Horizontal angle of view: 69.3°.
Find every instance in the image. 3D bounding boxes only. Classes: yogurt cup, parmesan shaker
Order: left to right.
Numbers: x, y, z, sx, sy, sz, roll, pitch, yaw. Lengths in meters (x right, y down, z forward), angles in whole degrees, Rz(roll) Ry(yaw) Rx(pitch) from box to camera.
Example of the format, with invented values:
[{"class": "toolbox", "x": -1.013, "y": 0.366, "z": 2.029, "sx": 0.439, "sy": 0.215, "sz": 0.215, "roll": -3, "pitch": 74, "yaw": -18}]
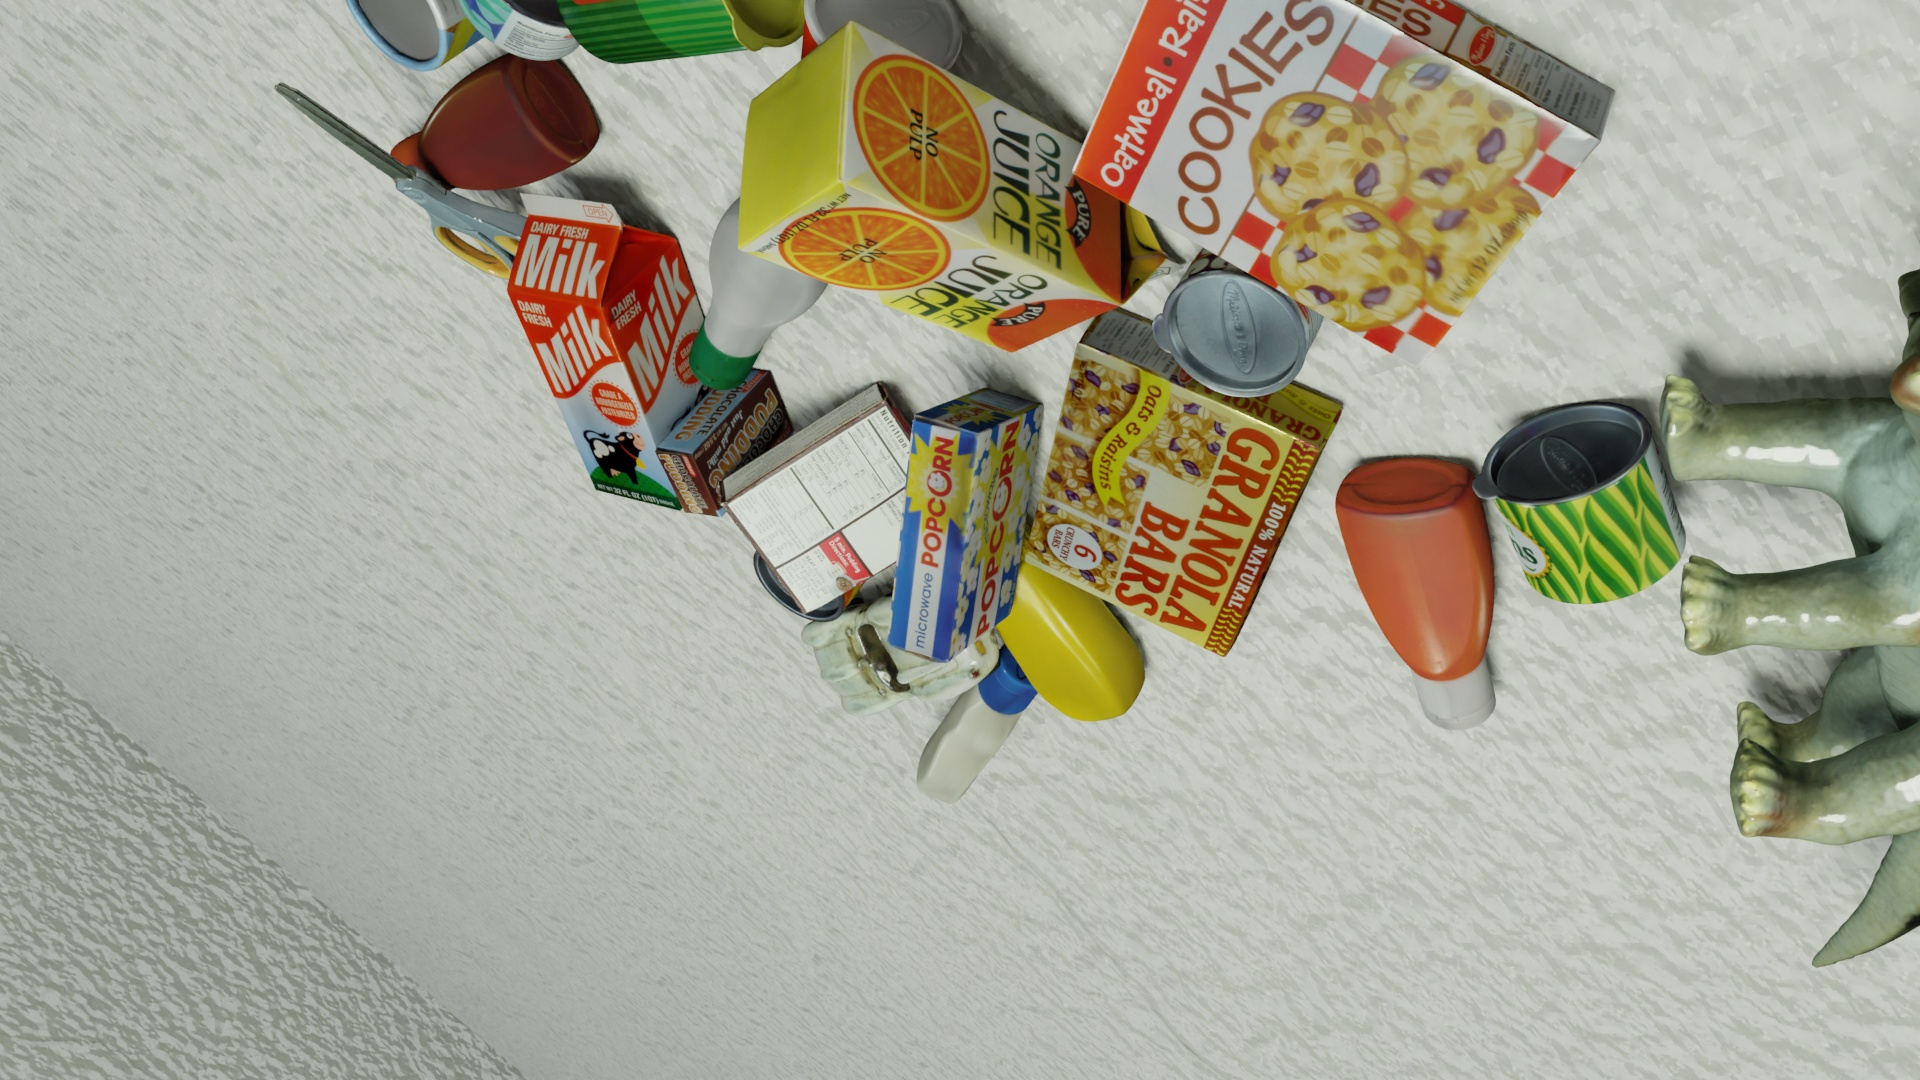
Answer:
[{"class": "parmesan shaker", "x": -0.123, "y": -0.246, "z": 0.614, "sx": 0.103, "sy": 0.072, "sz": 0.071, "roll": 7, "pitch": 135, "yaw": 34}, {"class": "yogurt cup", "x": -0.039, "y": -0.209, "z": 0.602, "sx": 0.072, "sy": 0.073, "sz": 0.053, "roll": 36, "pitch": 151, "yaw": -1}]

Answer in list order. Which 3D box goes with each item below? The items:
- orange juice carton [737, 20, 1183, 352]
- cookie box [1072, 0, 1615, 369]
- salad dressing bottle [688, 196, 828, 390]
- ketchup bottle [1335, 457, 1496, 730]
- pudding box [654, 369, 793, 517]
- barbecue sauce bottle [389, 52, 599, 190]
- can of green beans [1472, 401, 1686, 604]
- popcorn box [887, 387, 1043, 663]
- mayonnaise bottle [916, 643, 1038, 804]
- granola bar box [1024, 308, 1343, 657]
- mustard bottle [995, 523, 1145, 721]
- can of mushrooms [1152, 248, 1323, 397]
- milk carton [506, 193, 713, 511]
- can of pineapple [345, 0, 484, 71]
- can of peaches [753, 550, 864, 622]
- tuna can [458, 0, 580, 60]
[{"class": "orange juice carton", "x": 0.006, "y": -0.137, "z": 0.596, "sx": 0.193, "sy": 0.073, "sz": 0.071, "roll": 15, "pitch": 158, "yaw": -38}, {"class": "cookie box", "x": 0.140, "y": -0.158, "z": 0.540, "sx": 0.167, "sy": 0.040, "sz": 0.122, "roll": 31, "pitch": 142, "yaw": 4}, {"class": "salad dressing bottle", "x": -0.113, "y": -0.134, "z": 0.755, "sx": 0.064, "sy": 0.044, "sz": 0.147, "roll": 38, "pitch": 144, "yaw": -5}, {"class": "ketchup bottle", "x": 0.228, "y": 0.030, "z": 0.672, "sx": 0.064, "sy": 0.044, "sz": 0.148, "roll": 2, "pitch": 132, "yaw": 37}, {"class": "pudding box", "x": -0.138, "y": -0.058, "z": 0.820, "sx": 0.030, "sy": 0.084, "sz": 0.049, "roll": 10, "pitch": 136, "yaw": 29}, {"class": "barbecue sauce bottle", "x": -0.267, "y": -0.224, "z": 0.774, "sx": 0.148, "sy": 0.044, "sz": 0.064, "roll": -5, "pitch": 131, "yaw": 41}, {"class": "can of green beans", "x": 0.260, "y": -0.015, "z": 0.580, "sx": 0.071, "sy": 0.071, "sz": 0.057, "roll": -7, "pitch": 127, "yaw": 41}, {"class": "popcorn box", "x": 0.003, "y": -0.009, "z": 0.728, "sx": 0.038, "sy": 0.085, "sz": 0.126, "roll": 16, "pitch": 111, "yaw": 22}, {"class": "mayonnaise bottle", "x": 0.015, "y": 0.116, "z": 0.913, "sx": 0.041, "sy": 0.065, "sz": 0.147, "roll": 29, "pitch": 139, "yaw": -3}, {"class": "granola bar box", "x": 0.107, "y": -0.026, "z": 0.707, "sx": 0.124, "sy": 0.039, "sz": 0.164, "roll": 26, "pitch": 142, "yaw": 13}, {"class": "mustard bottle", "x": 0.047, "y": 0.036, "z": 0.811, "sx": 0.065, "sy": 0.049, "sz": 0.160, "roll": -10, "pitch": 123, "yaw": 45}, {"class": "can of mushrooms", "x": 0.124, "y": -0.100, "z": 0.619, "sx": 0.071, "sy": 0.034, "sz": 0.070, "roll": 20, "pitch": 141, "yaw": 18}, {"class": "milk carton", "x": -0.198, "y": -0.116, "z": 0.813, "sx": 0.072, "sy": 0.074, "sz": 0.189, "roll": 12, "pitch": 137, "yaw": 27}, {"class": "can of pineapple", "x": -0.268, "y": -0.279, "z": 0.703, "sx": 0.071, "sy": 0.058, "sz": 0.070, "roll": 21, "pitch": 141, "yaw": 18}, {"class": "can of peaches", "x": -0.086, "y": 0.007, "z": 0.874, "sx": 0.071, "sy": 0.058, "sz": 0.070, "roll": 21, "pitch": 140, "yaw": 19}, {"class": "tuna can", "x": -0.205, "y": -0.268, "z": 0.663, "sx": 0.071, "sy": 0.071, "sz": 0.032, "roll": 46, "pitch": 142, "yaw": -14}]
